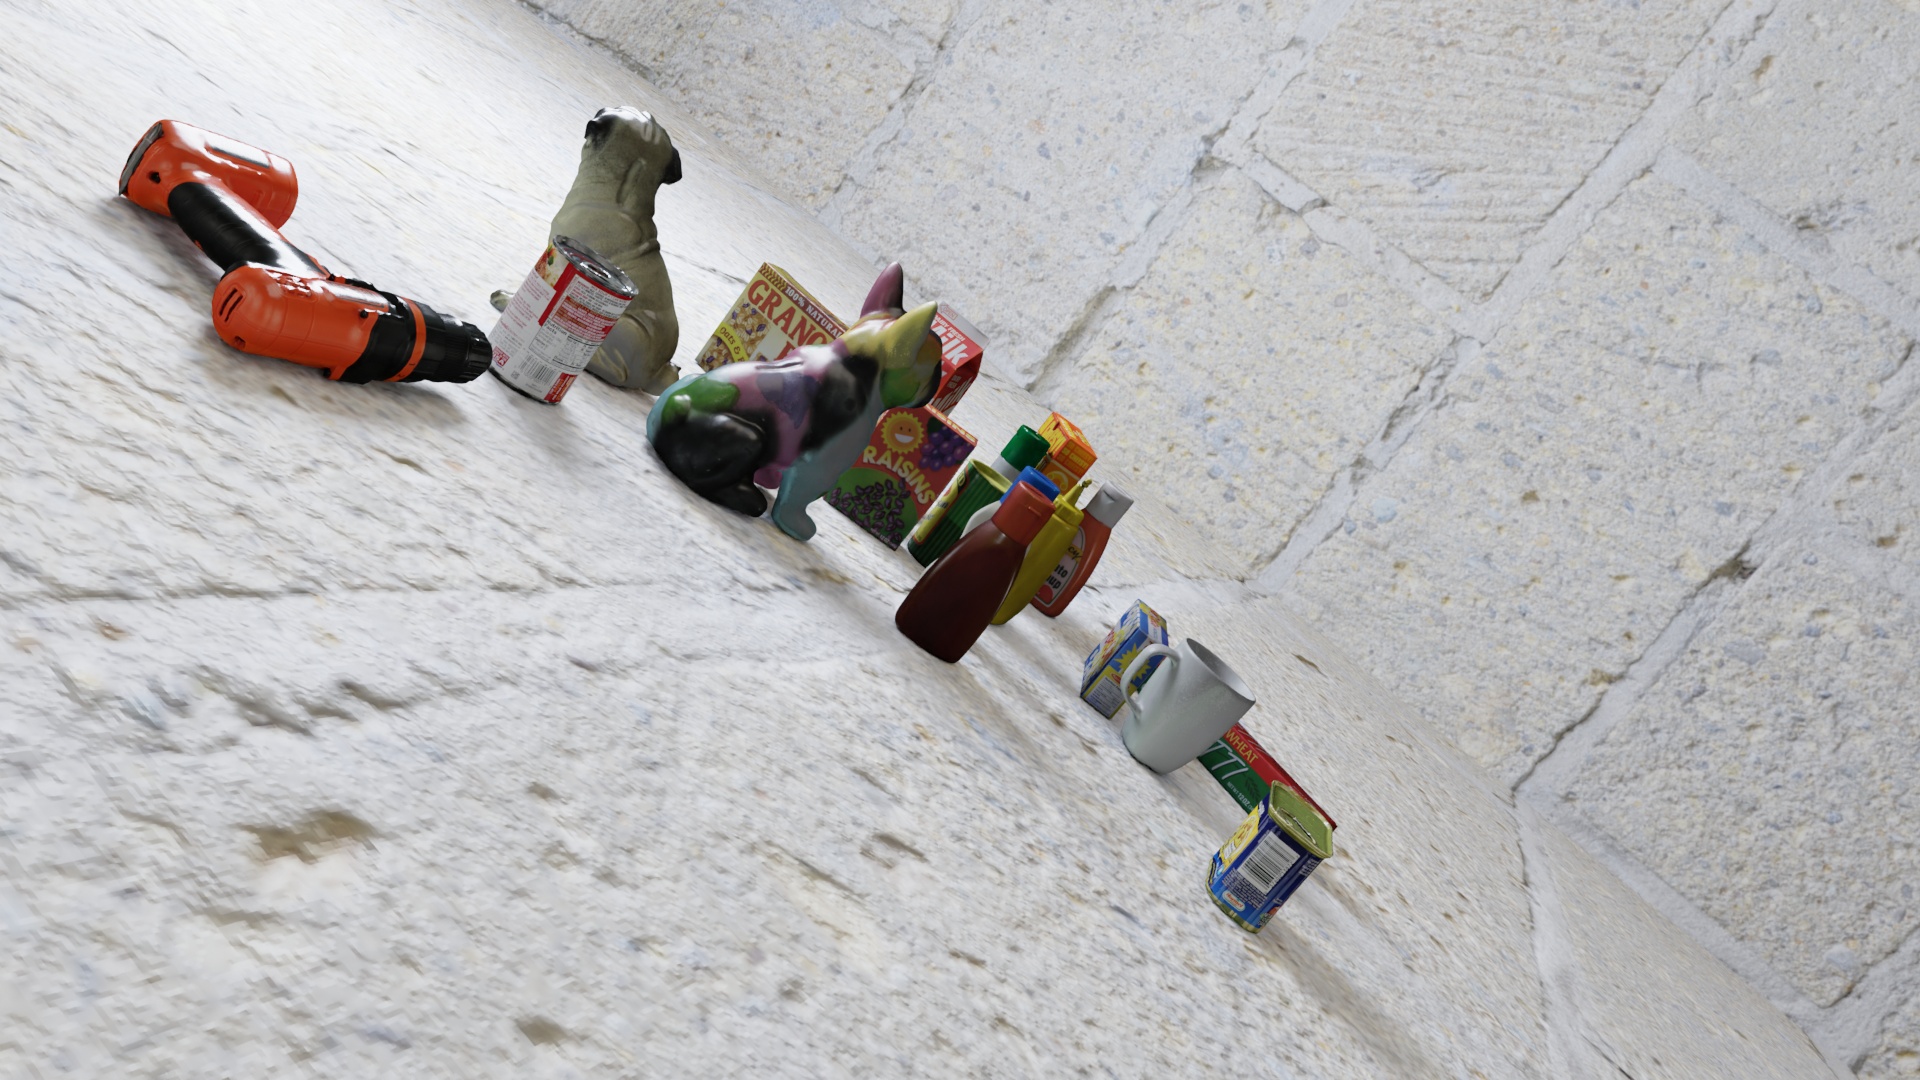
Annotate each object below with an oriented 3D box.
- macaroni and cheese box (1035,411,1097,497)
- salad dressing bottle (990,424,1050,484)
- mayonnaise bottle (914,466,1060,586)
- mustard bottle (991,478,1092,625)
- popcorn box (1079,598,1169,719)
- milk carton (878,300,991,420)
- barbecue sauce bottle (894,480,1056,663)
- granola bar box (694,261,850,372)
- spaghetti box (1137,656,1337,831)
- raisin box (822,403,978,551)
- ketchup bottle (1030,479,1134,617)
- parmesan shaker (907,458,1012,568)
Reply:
[{"bbox_3d":[0.067,-0.047,1.434,0.040,0.166,0.124,35,12,-14],"label":"macaroni and cheese box"},{"bbox_3d":[0.032,-0.047,1.382,0.044,0.147,0.064,35,12,-12],"label":"salad dressing bottle"},{"bbox_3d":[0.025,0.006,1.165,0.065,0.148,0.041,40,12,9],"label":"mayonnaise bottle"},{"bbox_3d":[0.068,0.004,1.263,0.049,0.160,0.065,43,13,23],"label":"mustard bottle"},{"bbox_3d":[0.154,0.109,1.302,0.038,0.085,0.127,38,12,0],"label":"popcorn box"},{"bbox_3d":[-0.050,-0.150,1.424,0.072,0.190,0.073,41,12,14],"label":"milk carton"},{"bbox_3d":[0.016,0.022,1.077,0.065,0.148,0.044,35,12,-15],"label":"barbecue sauce bottle"},{"bbox_3d":[-0.163,-0.172,1.340,0.166,0.124,0.039,43,13,24],"label":"granola bar box"},{"bbox_3d":[0.258,0.203,1.335,0.028,0.050,0.251,26,17,-46],"label":"spaghetti box"},{"bbox_3d":[-0.054,-0.065,1.260,0.086,0.123,0.040,37,12,-6],"label":"raisin box"},{"bbox_3d":[0.120,0.005,1.437,0.065,0.148,0.043,43,13,25],"label":"ketchup bottle"},{"bbox_3d":[0.005,-0.016,1.296,0.071,0.103,0.071,36,12,-9],"label":"parmesan shaker"}]
